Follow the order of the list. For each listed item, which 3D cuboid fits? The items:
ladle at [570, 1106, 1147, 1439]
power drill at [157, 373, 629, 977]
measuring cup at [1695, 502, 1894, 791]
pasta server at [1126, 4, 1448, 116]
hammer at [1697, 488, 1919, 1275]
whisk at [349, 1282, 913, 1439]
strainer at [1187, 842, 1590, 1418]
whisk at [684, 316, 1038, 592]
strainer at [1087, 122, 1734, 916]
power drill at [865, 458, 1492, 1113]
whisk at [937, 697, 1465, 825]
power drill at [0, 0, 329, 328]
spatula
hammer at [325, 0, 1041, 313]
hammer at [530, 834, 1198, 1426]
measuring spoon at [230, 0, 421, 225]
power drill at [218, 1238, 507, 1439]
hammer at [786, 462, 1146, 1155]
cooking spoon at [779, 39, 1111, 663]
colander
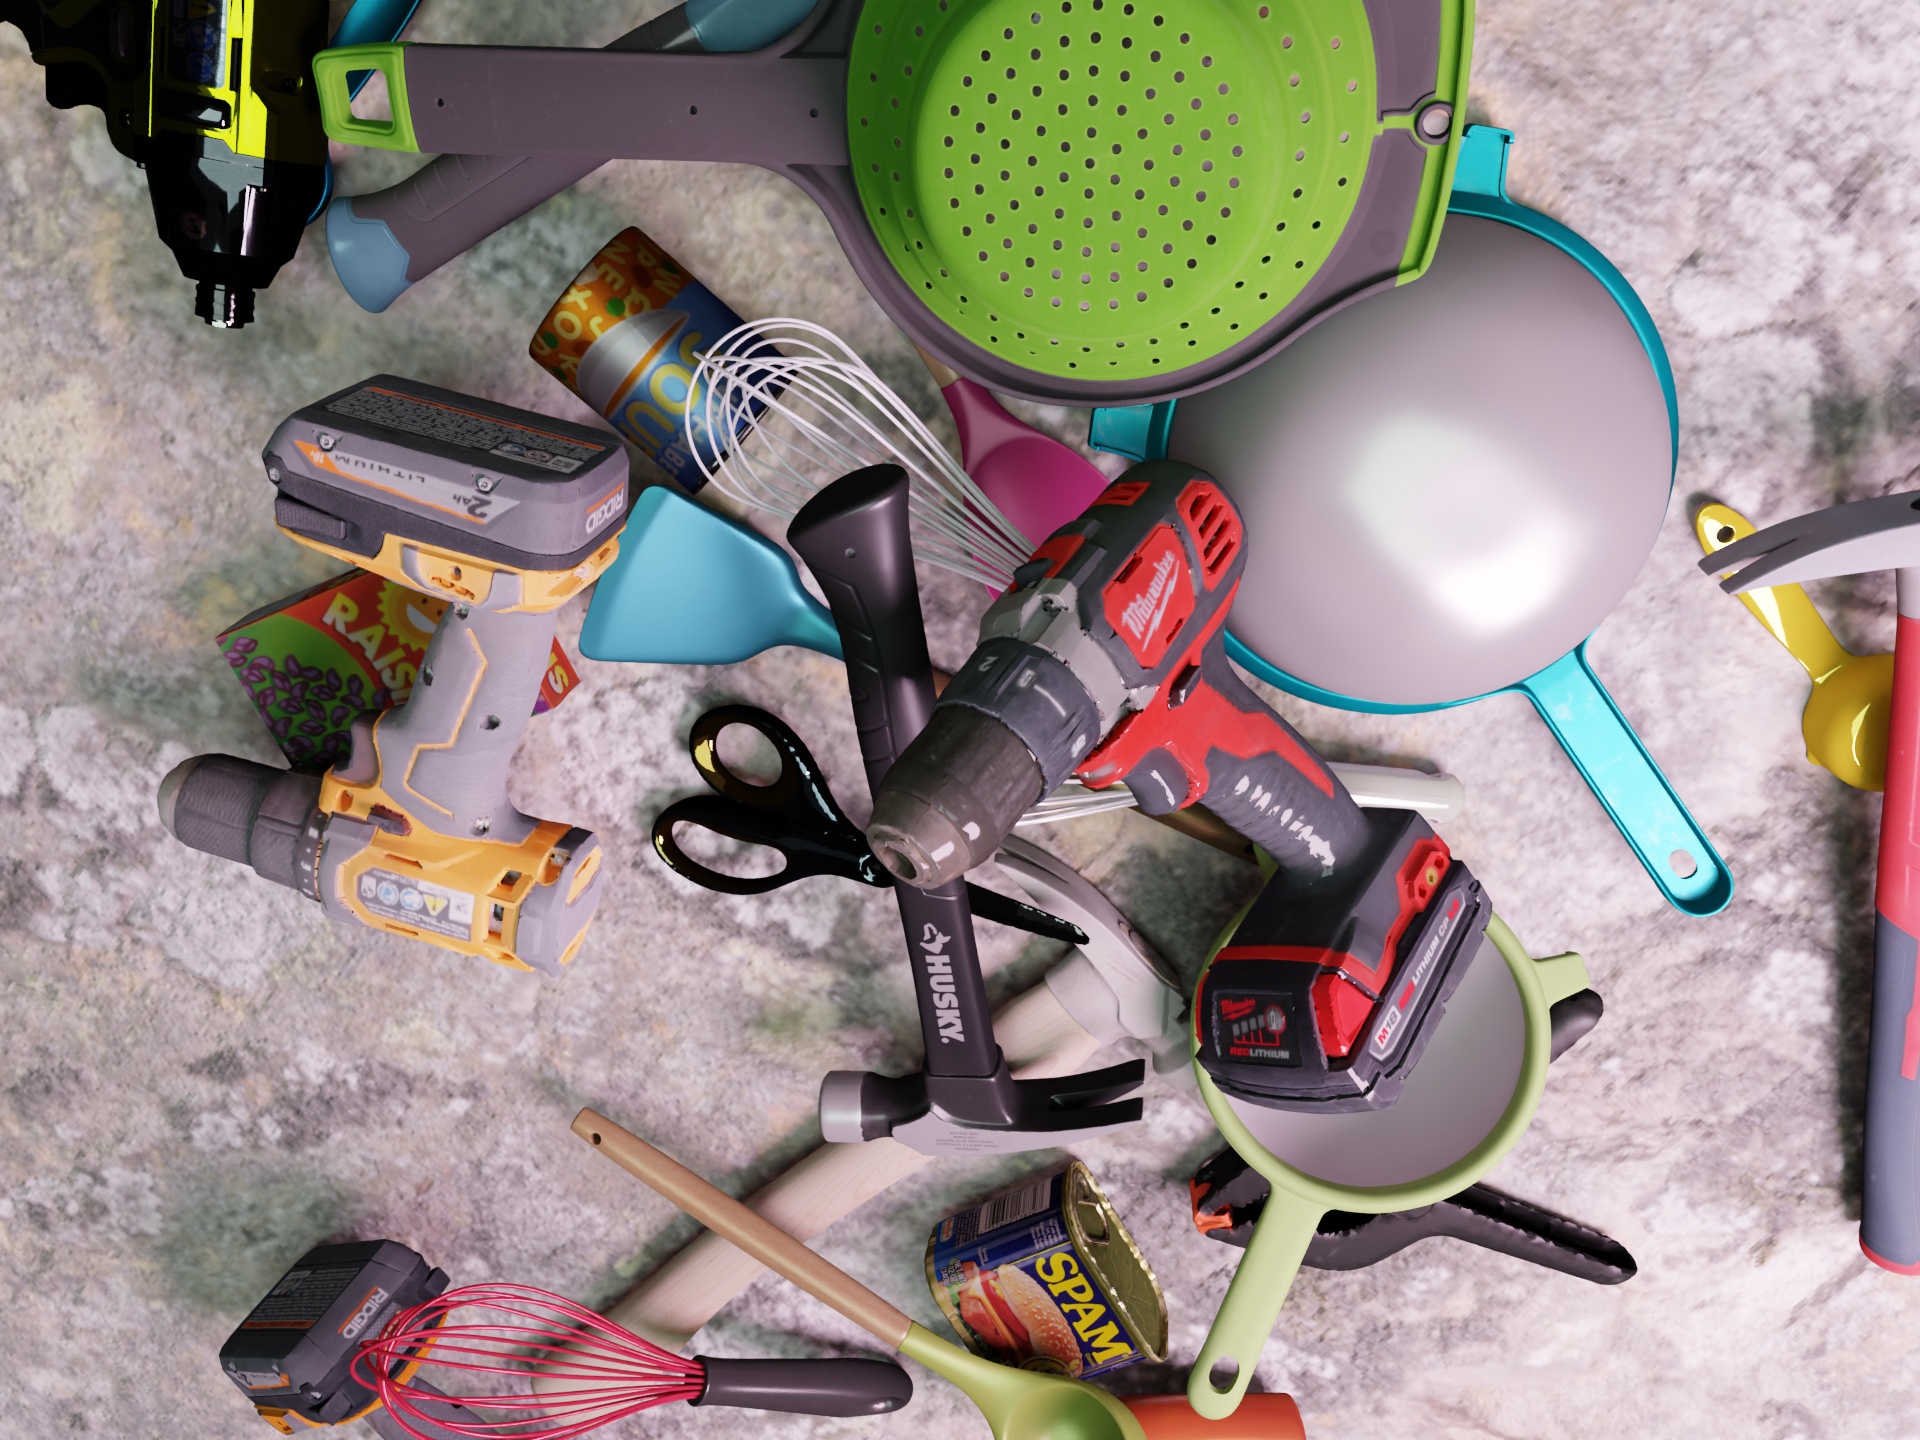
[{"bbox_3d":[-0.051,0.277,0.741,0.320,0.062,0.078,33,103,3],"label":"ladle"},{"bbox_3d":[-0.228,-0.016,0.630,0.185,0.084,0.226,15,117,4],"label":"power drill"},{"bbox_3d":[0.354,-0.030,0.654,0.062,0.029,0.156,-42,106,17],"label":"measuring cup"},{"bbox_3d":[0.036,-0.275,0.575,0.316,0.040,0.060,18,127,-5],"label":"pasta server"},{"bbox_3d":[0.390,0.088,0.672,0.143,0.038,0.386,-10,117,7],"label":"hammer"},{"bbox_3d":[-0.142,0.313,0.757,0.295,0.073,0.073,20,114,-34],"label":"whisk"},{"bbox_3d":[0.157,0.183,0.708,0.151,0.069,0.256,22,94,5],"label":"strainer"},{"bbox_3d":[0.015,-0.064,0.618,0.284,0.070,0.070,30,112,-31],"label":"whisk"},{"bbox_3d":[0.216,-0.041,0.615,0.211,0.095,0.340,-35,101,13],"label":"strainer"},{"bbox_3d":[0.080,0.042,0.569,0.080,0.188,0.226,-11,123,53],"label":"power drill"},{"bbox_3d":[0.100,0.022,0.666,0.246,0.058,0.059,5,89,-14],"label":"whisk"},{"bbox_3d":[-0.345,-0.246,0.579,0.223,0.080,0.171,11,107,1],"label":"power drill"},{"bbox_3d":[-0.001,-0.002,0.681,0.317,0.044,0.082,25,109,-8],"label":"spatula"},{"bbox_3d":[-0.103,-0.240,0.574,0.331,0.033,0.128,-23,118,21],"label":"hammer"},{"bbox_3d":[-0.073,0.222,0.779,0.410,0.038,0.146,-40,103,17],"label":"hammer"},{"bbox_3d":[-0.237,-0.246,0.618,0.042,0.021,0.128,38,100,-1],"label":"measuring spoon"},{"bbox_3d":[-0.244,0.362,0.793,0.164,0.084,0.226,-22,112,45],"label":"power drill"},{"bbox_3d":[-0.009,0.053,0.624,0.146,0.035,0.334,-1,126,11],"label":"hammer"},{"bbox_3d":[-0.015,-0.159,0.634,0.069,0.017,0.318,-31,107,6],"label":"cooking spoon"},{"bbox_3d":[-0.036,-0.191,0.514,0.397,0.095,0.204,4,120,7],"label":"colander"}]
